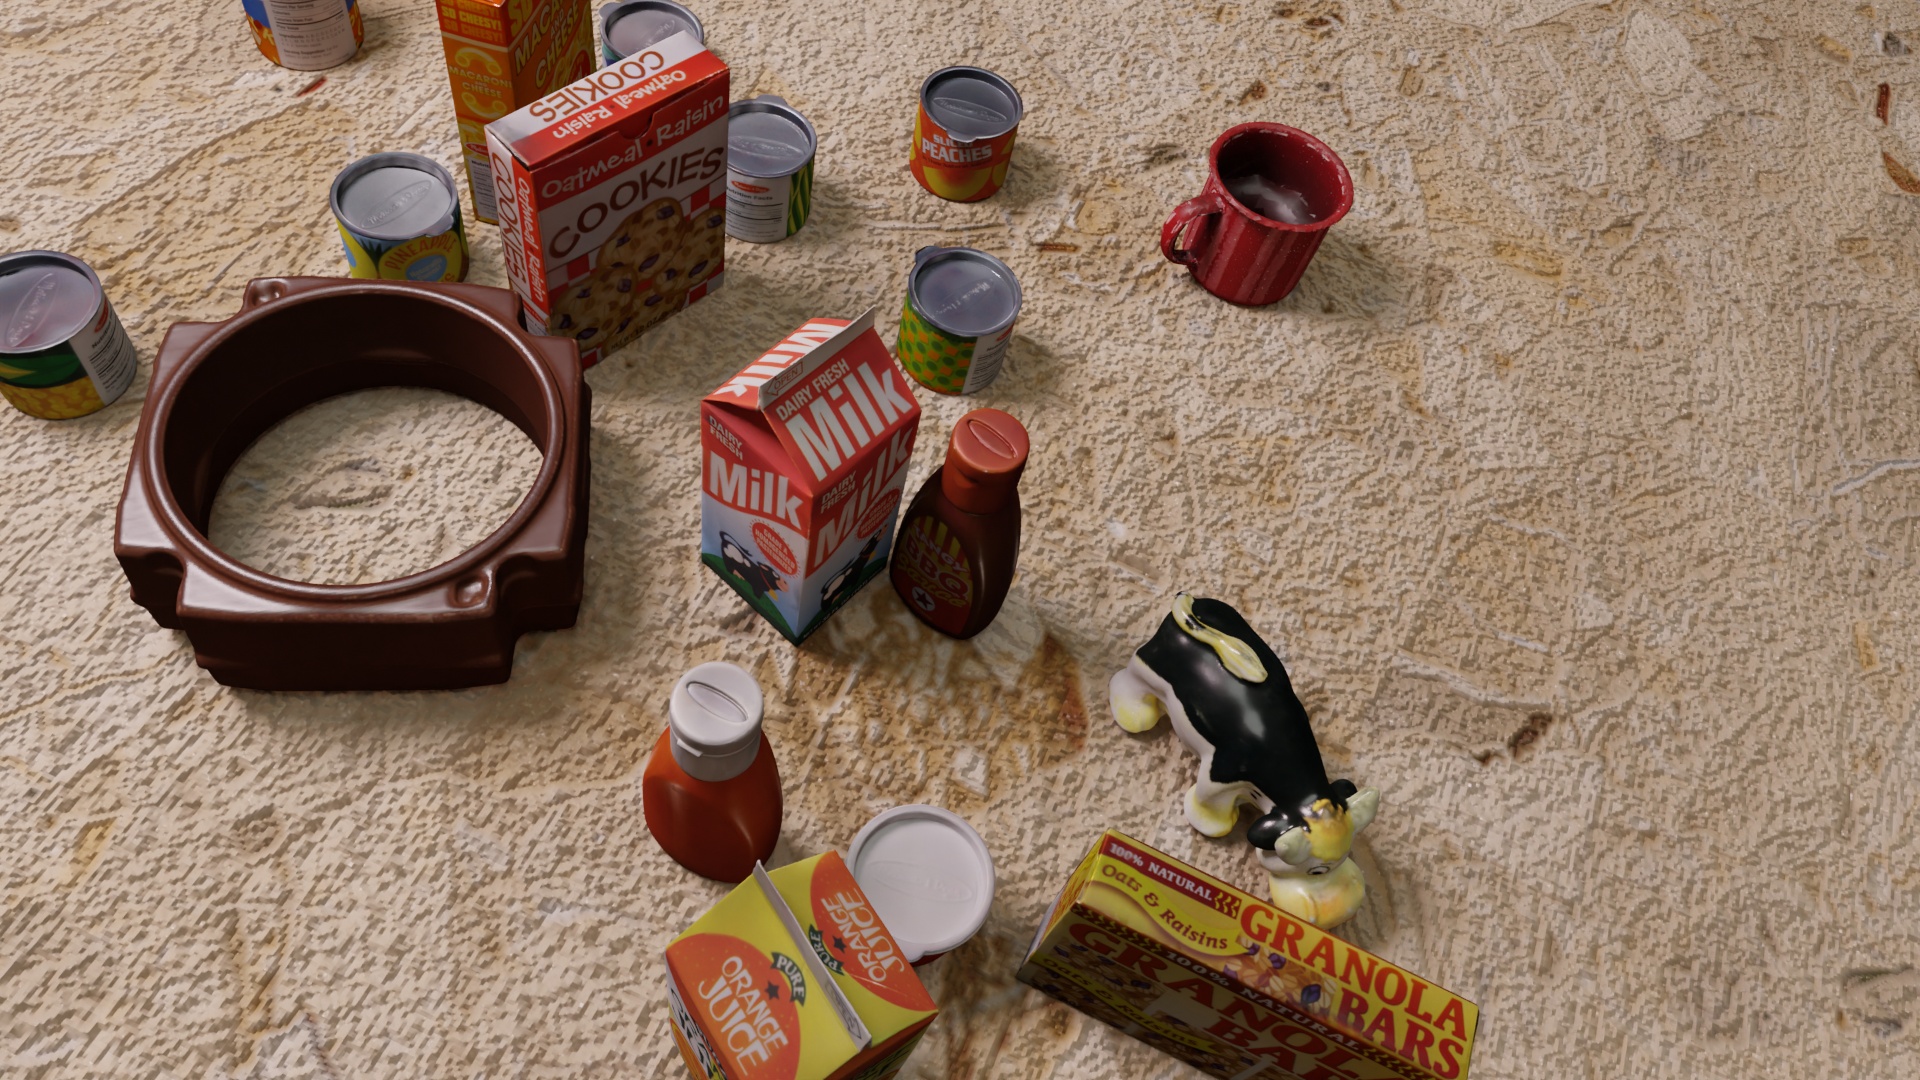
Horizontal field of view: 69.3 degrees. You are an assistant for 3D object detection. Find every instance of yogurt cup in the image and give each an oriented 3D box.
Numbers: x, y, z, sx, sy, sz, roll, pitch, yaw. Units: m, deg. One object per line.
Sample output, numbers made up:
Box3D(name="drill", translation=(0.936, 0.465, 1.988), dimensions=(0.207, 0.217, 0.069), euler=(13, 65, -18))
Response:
Box3D(name="yogurt cup", translation=(-0.022, 0.161, 0.635), dimensions=(0.072, 0.053, 0.073), euler=(5, 58, -8))

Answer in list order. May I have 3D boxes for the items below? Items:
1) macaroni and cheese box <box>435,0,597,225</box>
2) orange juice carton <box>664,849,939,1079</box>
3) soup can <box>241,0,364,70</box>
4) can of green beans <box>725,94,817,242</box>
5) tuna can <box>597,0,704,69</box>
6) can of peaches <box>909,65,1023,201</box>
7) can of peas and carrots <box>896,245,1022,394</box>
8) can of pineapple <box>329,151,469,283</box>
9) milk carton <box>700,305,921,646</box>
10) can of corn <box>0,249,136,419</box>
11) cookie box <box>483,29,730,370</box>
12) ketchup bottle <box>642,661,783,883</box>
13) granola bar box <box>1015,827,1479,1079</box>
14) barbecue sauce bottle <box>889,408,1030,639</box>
Box3D(name="macaroni and cheese box", translation=(-0.248, -0.280, 0.795), dimensions=(0.040, 0.165, 0.124), euler=(14, 57, -3))
Box3D(name="orange juice carton", translation=(-0.064, 0.181, 0.532), dimensions=(0.073, 0.191, 0.072), euler=(-27, 67, -24))
Box3D(name="soup can", translation=(-0.409, -0.345, 0.852), dimensions=(0.071, 0.083, 0.071), euler=(5, 58, -8))
Box3D(name="can of green beans", translation=(-0.123, -0.226, 0.851), dimensions=(0.071, 0.057, 0.071), euler=(5, 58, -8))
Box3D(name="tuna can", translation=(-0.204, -0.322, 0.908), dimensions=(0.071, 0.032, 0.071), euler=(5, 58, -8))
Box3D(name="can of peaches", translation=(0.002, -0.260, 0.896), dimensions=(0.071, 0.057, 0.071), euler=(5, 58, -8))
Box3D(name="can of peas and carrots", translation=(-0.004, -0.130, 0.814), dimensions=(0.071, 0.058, 0.071), euler=(5, 58, -8))
Box3D(name="can of pineapple", translation=(-0.313, -0.173, 0.781), dimensions=(0.071, 0.057, 0.071), euler=(5, 58, -8))
Box3D(name="milk carton", translation=(-0.074, -0.034, 0.664), dimensions=(0.073, 0.189, 0.073), euler=(40, 60, 14))
Box3D(name="can of corn", translation=(-0.467, -0.104, 0.707), dimensions=(0.071, 0.058, 0.071), euler=(5, 58, -8))
Box3D(name="cookie box", translation=(-0.182, -0.173, 0.742), dimensions=(0.040, 0.166, 0.123), euler=(42, 61, 15))
Box3D(name="ketchup bottle", translation=(-0.107, 0.101, 0.599), dimensions=(0.065, 0.148, 0.044), euler=(29, 58, 7))
Box3D(name="granola bar box", translation=(0.117, 0.194, 0.600), dimensions=(0.166, 0.123, 0.039), euler=(25, 58, 5))
Box3D(name="barbecue sauce bottle", translation=(0.002, -0.009, 0.688), dimensions=(0.065, 0.147, 0.044), euler=(41, 60, 14))
